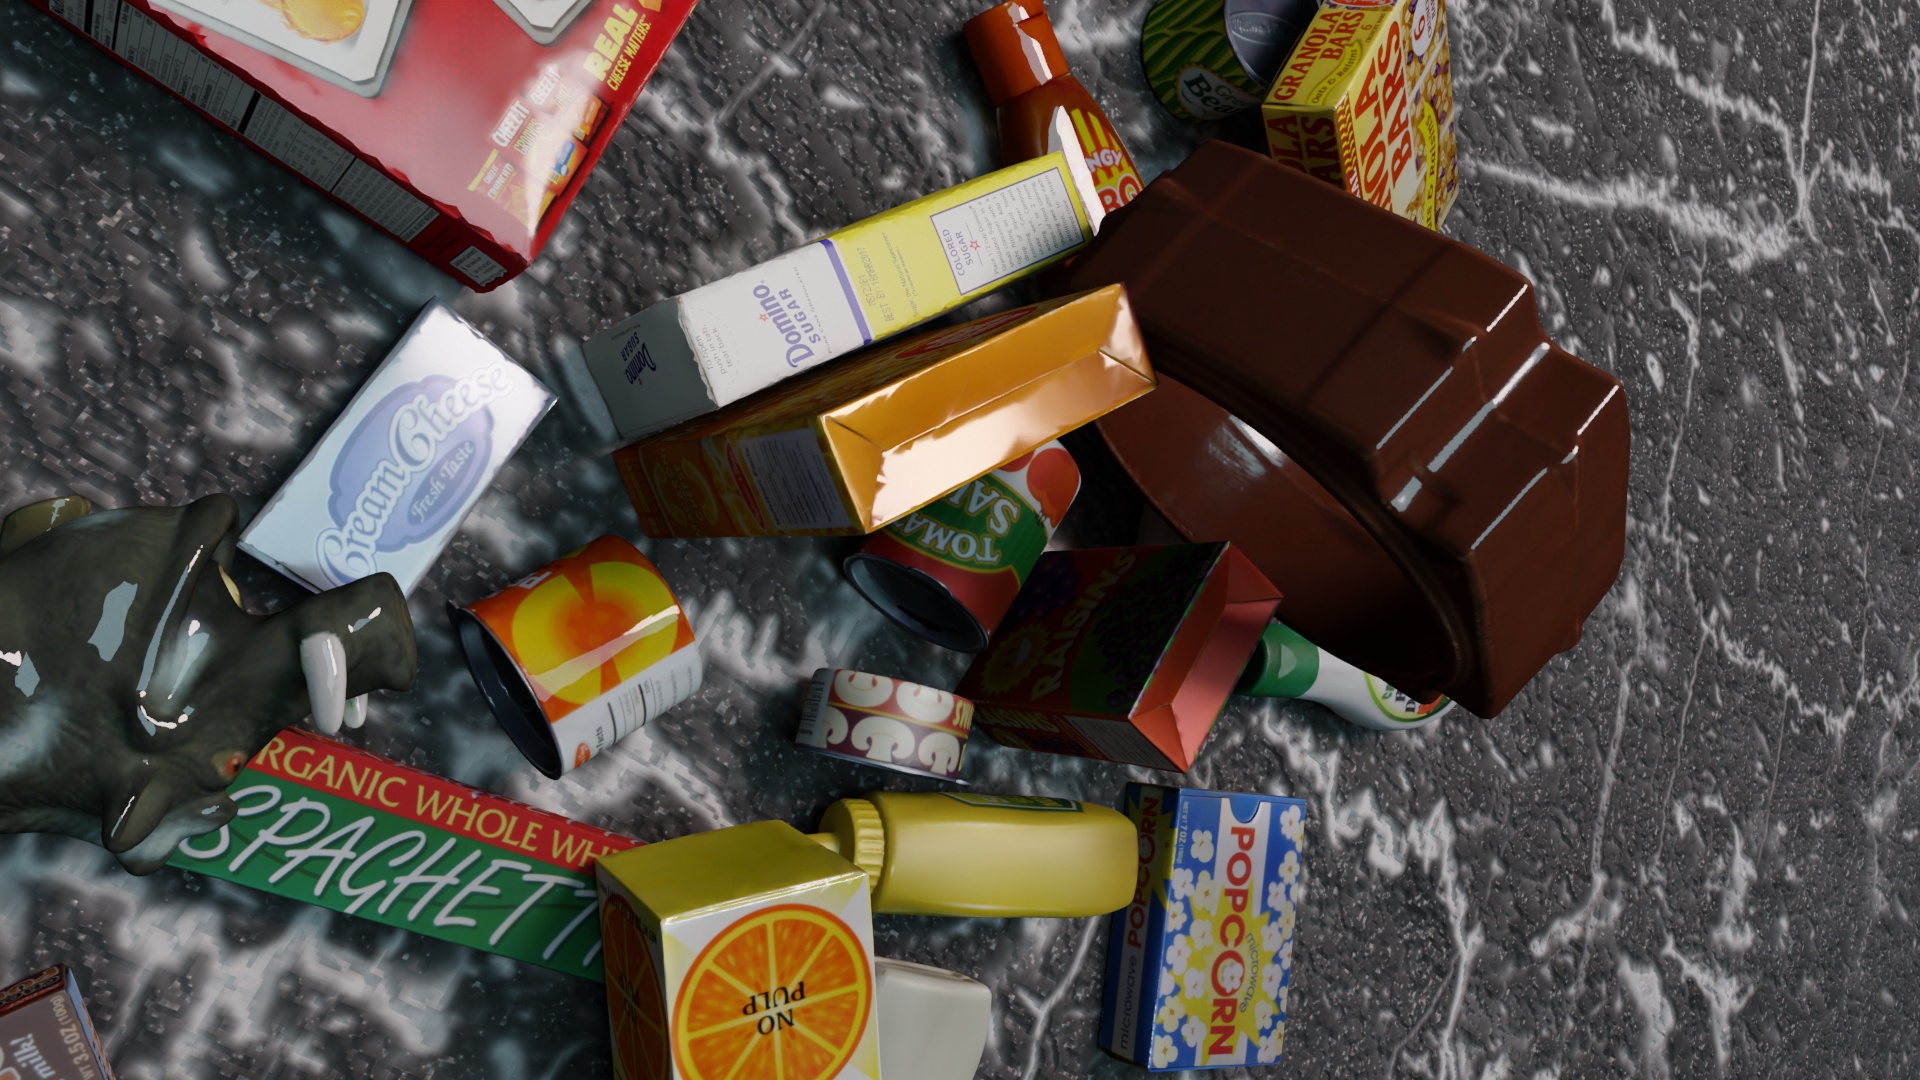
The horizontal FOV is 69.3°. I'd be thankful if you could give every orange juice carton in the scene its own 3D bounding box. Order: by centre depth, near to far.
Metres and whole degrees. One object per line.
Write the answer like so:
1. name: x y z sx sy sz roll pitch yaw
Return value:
1. orange juice carton: -0.073 0.202 0.475 0.073 0.072 0.192 -7 97 -31

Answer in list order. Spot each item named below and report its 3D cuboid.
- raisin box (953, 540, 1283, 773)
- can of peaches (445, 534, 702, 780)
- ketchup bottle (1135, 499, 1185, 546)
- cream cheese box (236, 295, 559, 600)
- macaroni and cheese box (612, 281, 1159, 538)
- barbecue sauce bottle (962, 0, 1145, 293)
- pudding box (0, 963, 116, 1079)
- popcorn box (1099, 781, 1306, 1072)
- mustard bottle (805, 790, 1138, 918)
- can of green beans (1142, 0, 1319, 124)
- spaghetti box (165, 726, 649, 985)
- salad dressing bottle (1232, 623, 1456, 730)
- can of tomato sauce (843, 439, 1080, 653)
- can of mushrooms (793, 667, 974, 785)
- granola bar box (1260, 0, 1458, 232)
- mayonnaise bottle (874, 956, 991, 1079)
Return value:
1. raisin box: 0.061 0.045 0.572 0.040 0.123 0.086 43 67 -24
2. can of peaches: -0.132 0.037 0.477 0.058 0.071 0.071 -31 106 -30
3. ketchup bottle: 0.112 -0.049 0.657 0.065 0.043 0.149 19 78 -29
4. cream cheese box: -0.187 -0.025 0.466 0.053 0.024 0.104 41 67 -26
5. macaroni and cheese box: -0.033 -0.041 0.485 0.124 0.166 0.040 -28 104 -31
6. barbecue sauce bottle: 0.047 -0.165 0.618 0.065 0.043 0.148 -33 106 -29
7. pudding box: -0.270 0.173 0.400 0.050 0.030 0.083 -22 100 -32
8. popcorn box: 0.115 0.180 0.654 0.085 0.038 0.127 12 82 -32
9. mustard bottle: -0.005 0.126 0.561 0.160 0.065 0.049 9 81 -29
10. can of green beans: 0.130 -0.240 0.668 0.071 0.057 0.071 1 88 -34
11. spaghetti box: -0.147 0.121 0.486 0.250 0.028 0.050 28 73 -30
12. salad dressing bottle: 0.195 0.064 0.708 0.148 0.044 0.064 7 86 -33
13. can of tomato sauce: 0.002 -0.007 0.566 0.071 0.071 0.083 43 66 -25
14. can of mushrooms: -0.027 0.073 0.544 0.071 0.071 0.033 20 76 -32
15. granola bar box: 0.200 -0.191 0.683 0.124 0.039 0.165 -59 146 -21
16. mayonnaise bottle: -0.034 0.244 0.551 0.065 0.041 0.148 21 78 -30
